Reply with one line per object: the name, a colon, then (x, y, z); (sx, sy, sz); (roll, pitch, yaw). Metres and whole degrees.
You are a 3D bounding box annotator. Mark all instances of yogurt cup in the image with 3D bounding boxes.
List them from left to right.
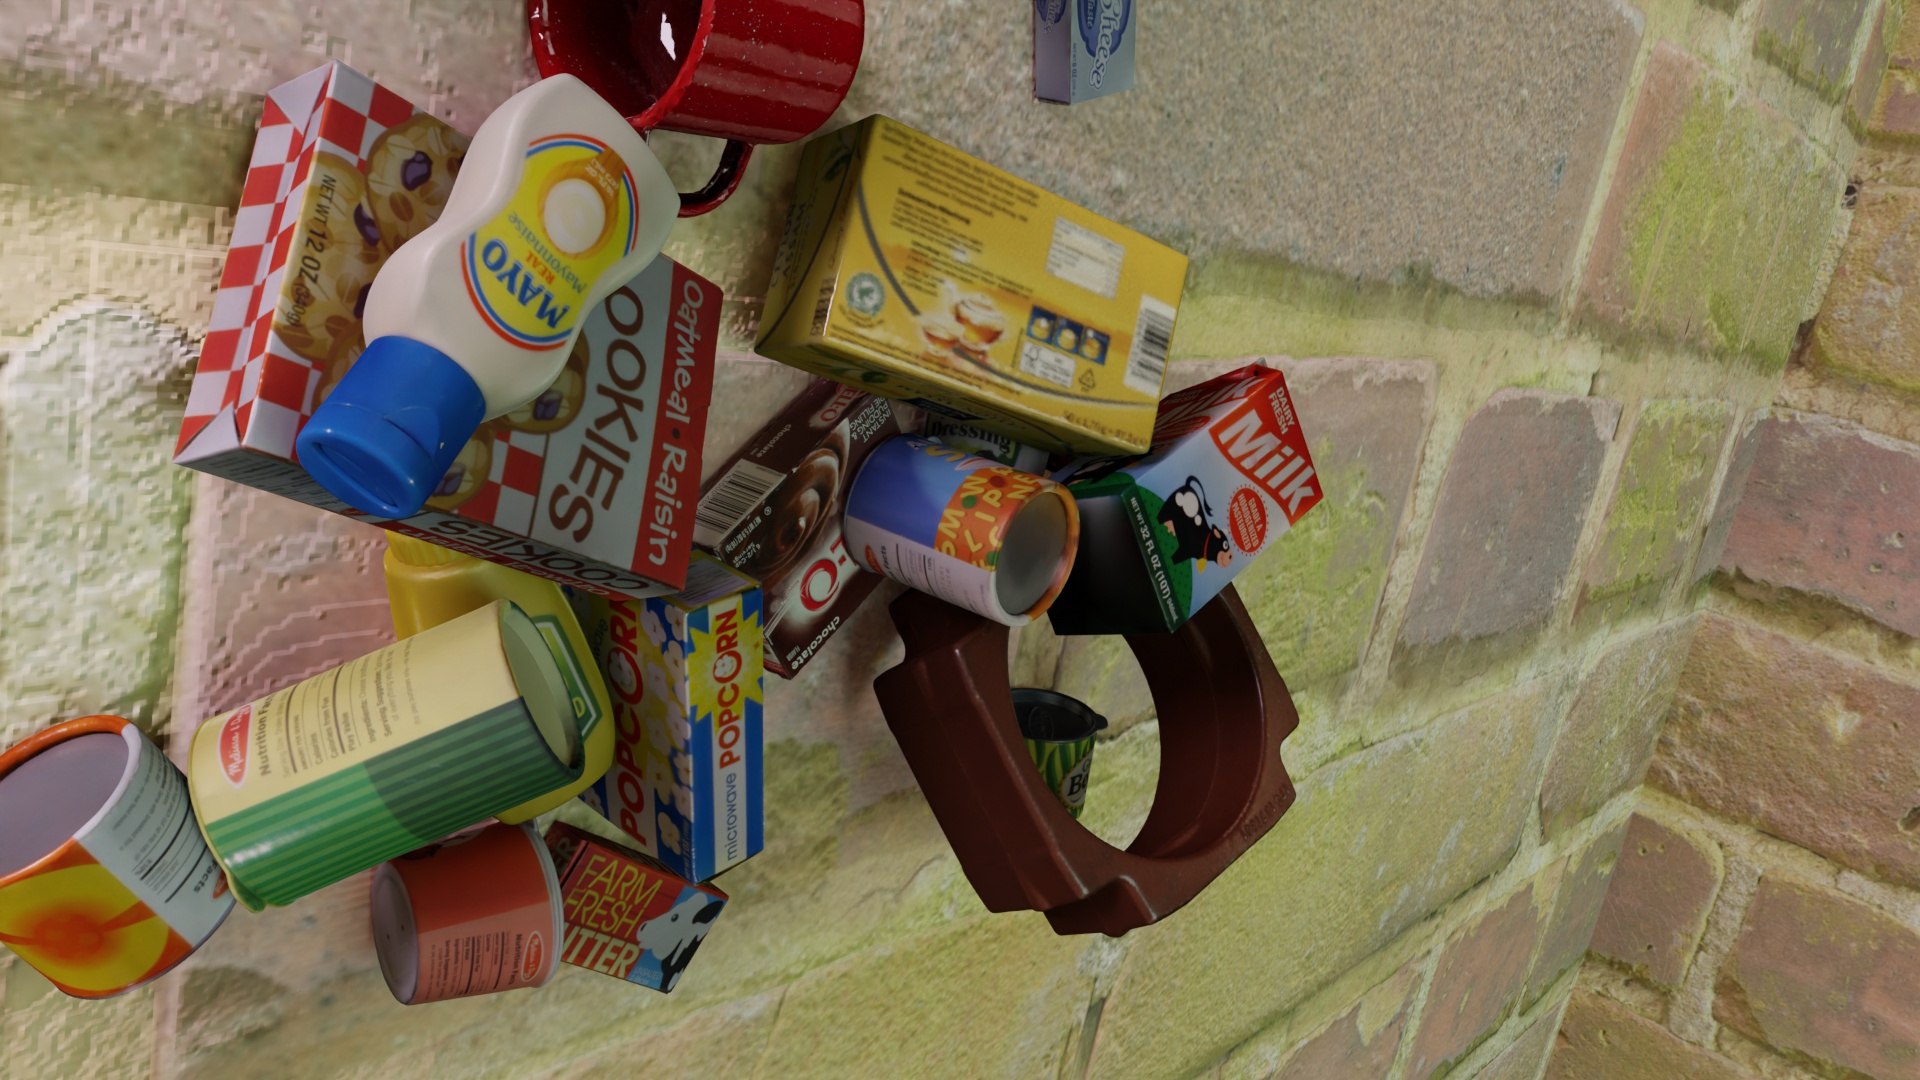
yogurt cup: (-0.192, 0.145, 0.538); (0.054, 0.072, 0.072); (-5, 112, -40)

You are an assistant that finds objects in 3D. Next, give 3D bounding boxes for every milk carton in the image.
milk carton: (0.117, -0.028, 0.694); (0.191, 0.073, 0.072); (-34, 109, -41)

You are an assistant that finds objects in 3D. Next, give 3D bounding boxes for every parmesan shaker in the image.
parmesan shaker: (-0.183, 0.071, 0.454); (0.103, 0.071, 0.071); (-22, 131, -4)

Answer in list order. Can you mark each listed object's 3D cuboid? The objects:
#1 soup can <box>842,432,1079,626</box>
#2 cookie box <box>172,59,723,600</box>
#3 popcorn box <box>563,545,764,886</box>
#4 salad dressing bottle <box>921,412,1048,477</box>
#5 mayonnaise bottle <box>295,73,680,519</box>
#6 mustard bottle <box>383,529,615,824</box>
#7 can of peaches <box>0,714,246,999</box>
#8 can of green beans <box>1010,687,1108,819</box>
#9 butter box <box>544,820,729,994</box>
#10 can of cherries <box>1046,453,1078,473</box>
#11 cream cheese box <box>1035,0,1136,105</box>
soup can: (0.002, -0.008, 0.613); (0.072, 0.084, 0.071); (-29, 129, -44)
cookie box: (-0.155, -0.059, 0.462); (0.167, 0.040, 0.123); (26, 63, -52)
popcorn box: (-0.120, 0.064, 0.564); (0.038, 0.085, 0.126); (-20, 122, -42)
salad dressing bottle: (0.017, -0.083, 0.678); (0.044, 0.064, 0.147); (-1, 100, -61)
mayonnaise bottle: (-0.139, -0.073, 0.414); (0.064, 0.041, 0.149); (49, 46, -33)
mustard bottle: (-0.176, 0.030, 0.510); (0.065, 0.049, 0.159); (-32, 129, -30)
can of peaches: (-0.267, 0.096, 0.424); (0.071, 0.071, 0.057); (-44, 137, -27)
can of green beans: (0.043, 0.125, 0.802); (0.071, 0.071, 0.057); (-13, 118, -46)
butter box: (-0.154, 0.166, 0.623); (0.053, 0.024, 0.103); (-59, 141, -10)
can of cherries: (0.051, -0.071, 0.721); (0.072, 0.058, 0.071); (-26, 127, -40)
cream cheese box: (0.061, -0.266, 0.665); (0.053, 0.024, 0.103); (-29, 128, -40)
